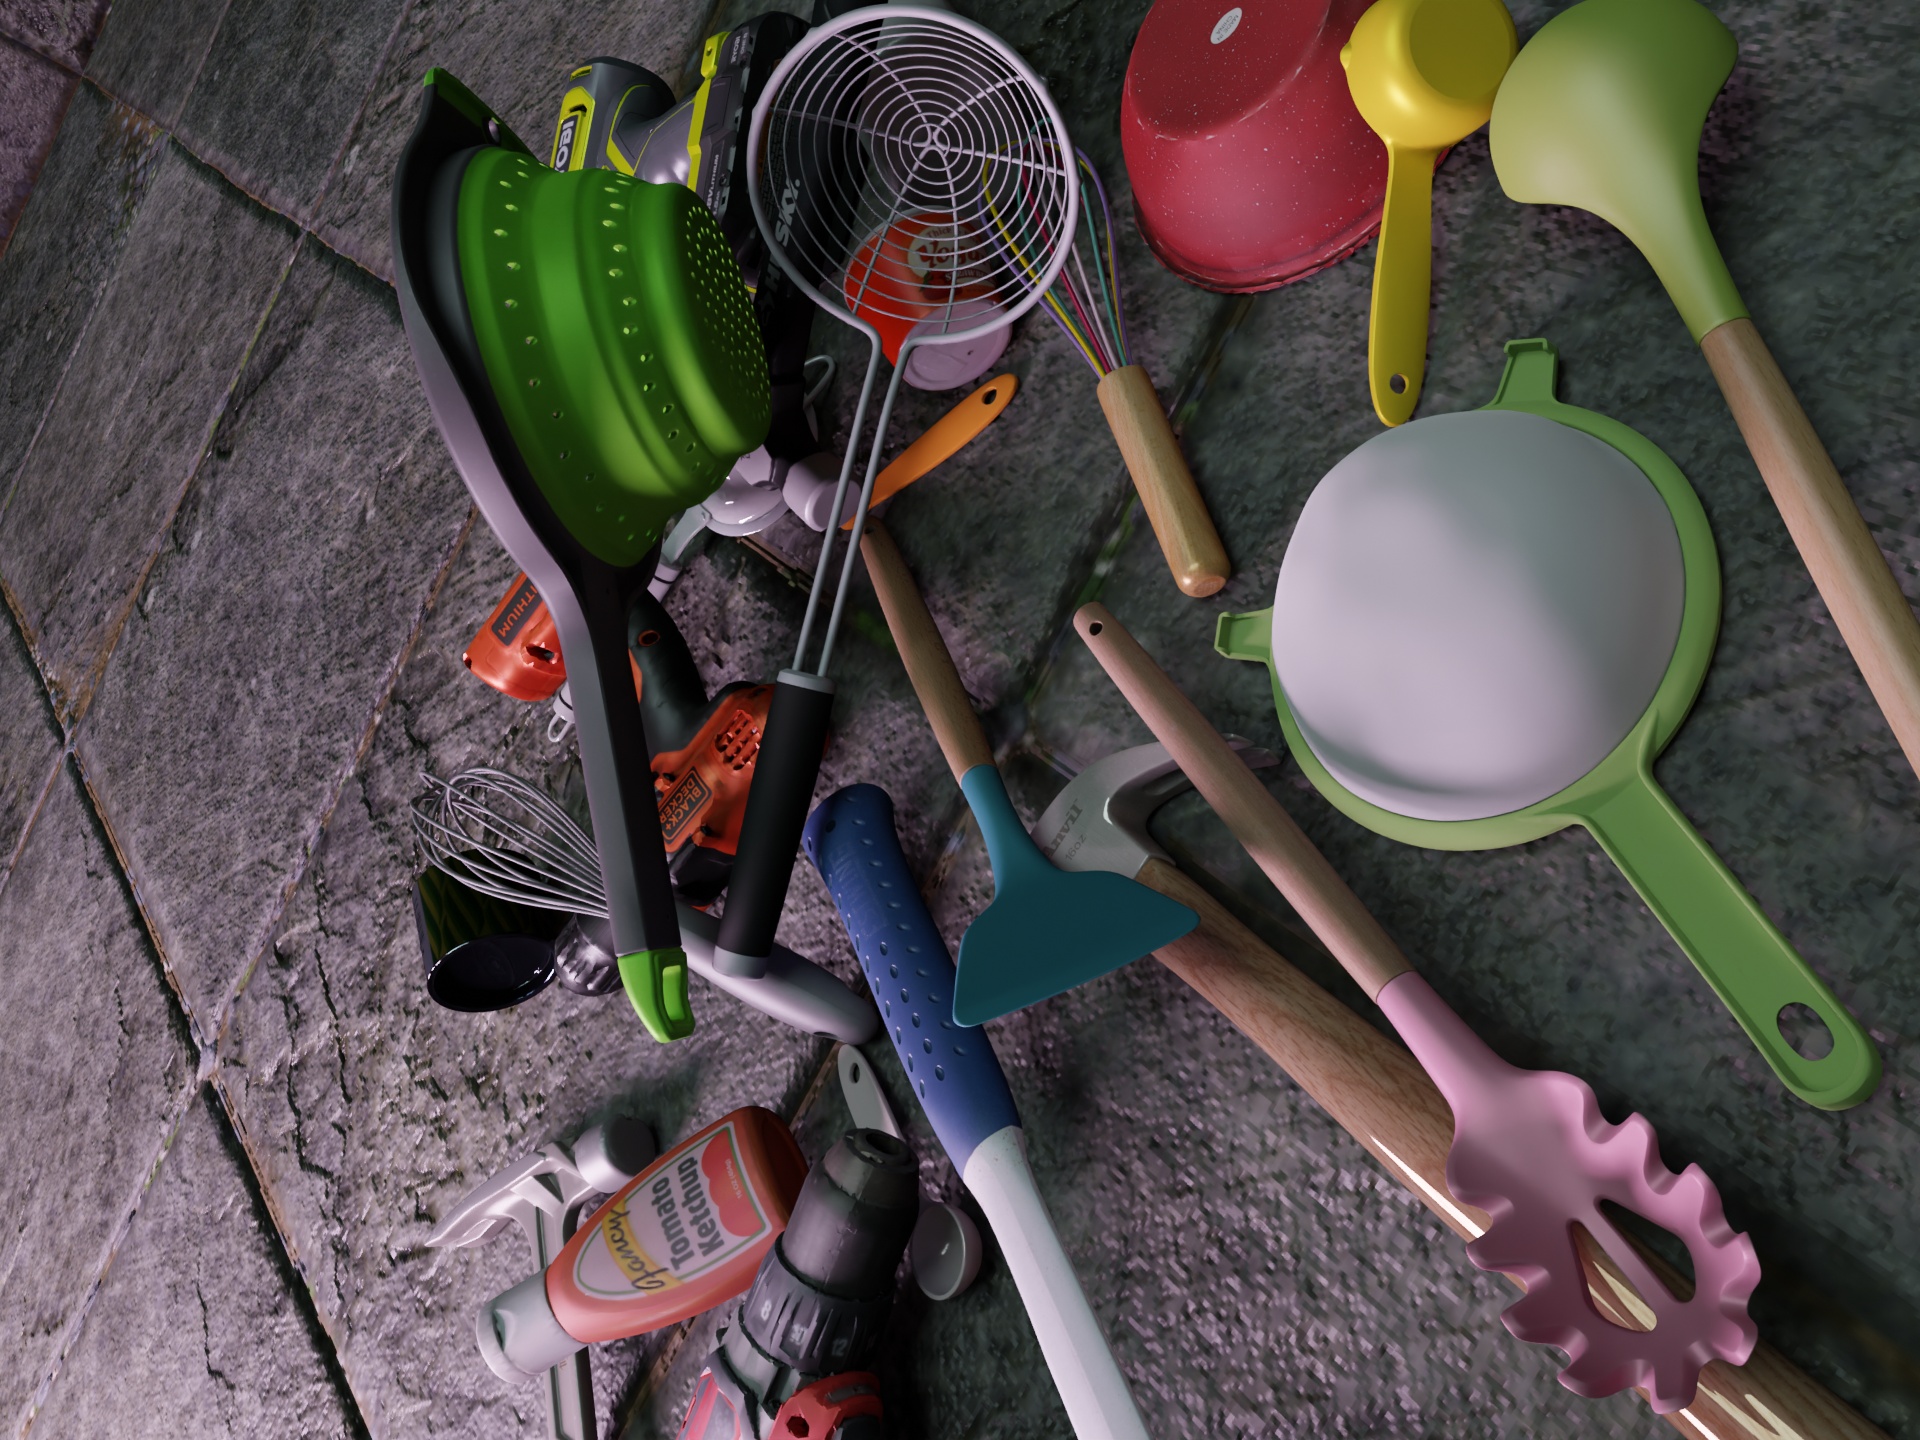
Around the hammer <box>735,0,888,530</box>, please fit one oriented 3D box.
[{"bbox_3d":[-0.058,-0.256,0.661,0.146,0.035,0.334,46,134,32],"label":"hammer"}]

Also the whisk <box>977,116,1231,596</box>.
[{"bbox_3d":[0.062,-0.154,0.643,0.051,0.047,0.245,-43,53,40],"label":"whisk"}]

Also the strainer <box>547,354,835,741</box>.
[{"bbox_3d":[-0.151,-0.086,0.820,0.087,0.050,0.258,49,113,30],"label":"strainer"}]

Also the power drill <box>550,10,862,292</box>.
[{"bbox_3d":[-0.160,-0.279,0.873,0.229,0.080,0.190,6,85,47],"label":"power drill"}]

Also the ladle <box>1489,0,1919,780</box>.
[{"bbox_3d":[0.235,-0.086,0.460,0.078,0.062,0.320,-29,63,31],"label":"ladle"}]

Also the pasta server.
[{"bbox_3d":[0.111,0.057,0.473,0.060,0.040,0.317,-42,49,9],"label":"pasta server"}]

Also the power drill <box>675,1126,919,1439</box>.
[{"bbox_3d":[-0.016,0.267,0.529,0.227,0.080,0.188,33,105,48],"label":"power drill"}]

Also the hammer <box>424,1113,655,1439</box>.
[{"bbox_3d":[-0.164,0.360,0.670,0.149,0.036,0.359,-36,53,29],"label":"hammer"}]

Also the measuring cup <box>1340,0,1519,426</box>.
[{"bbox_3d":[0.161,-0.181,0.549,0.029,0.062,0.156,175,101,-76],"label":"measuring cup"}]

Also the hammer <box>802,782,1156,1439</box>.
[{"bbox_3d":[0.009,0.149,0.501,0.144,0.035,0.406,-51,33,14],"label":"hammer"}]

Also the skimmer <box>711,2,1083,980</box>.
[{"bbox_3d":[-0.049,-0.074,0.601,0.127,0.090,0.363,14,92,3],"label":"skimmer"}]

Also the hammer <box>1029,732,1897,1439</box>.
[{"bbox_3d":[0.130,0.112,0.485,0.332,0.031,0.130,40,103,44],"label":"hammer"}]

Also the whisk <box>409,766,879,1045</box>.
[{"bbox_3d":[-0.139,0.078,0.681,0.239,0.055,0.055,25,93,16],"label":"whisk"}]

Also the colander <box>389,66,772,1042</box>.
[{"bbox_3d":[-0.120,-0.075,0.642,0.094,0.204,0.397,-14,82,10],"label":"colander"}]

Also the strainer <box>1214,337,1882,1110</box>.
[{"bbox_3d":[0.167,-0.001,0.464,0.151,0.069,0.257,-45,48,23],"label":"strainer"}]

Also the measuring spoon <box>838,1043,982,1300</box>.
[{"bbox_3d":[-0.020,0.171,0.622,0.034,0.018,0.124,-62,37,22],"label":"measuring spoon"}]

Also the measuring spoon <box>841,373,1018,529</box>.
[{"bbox_3d":[-0.019,-0.124,0.726,0.117,0.011,0.021,-33,55,31],"label":"measuring spoon"}]

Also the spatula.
[{"bbox_3d":[-0.001,-0.002,0.611,0.082,0.044,0.318,-23,42,-1],"label":"spatula"}]
